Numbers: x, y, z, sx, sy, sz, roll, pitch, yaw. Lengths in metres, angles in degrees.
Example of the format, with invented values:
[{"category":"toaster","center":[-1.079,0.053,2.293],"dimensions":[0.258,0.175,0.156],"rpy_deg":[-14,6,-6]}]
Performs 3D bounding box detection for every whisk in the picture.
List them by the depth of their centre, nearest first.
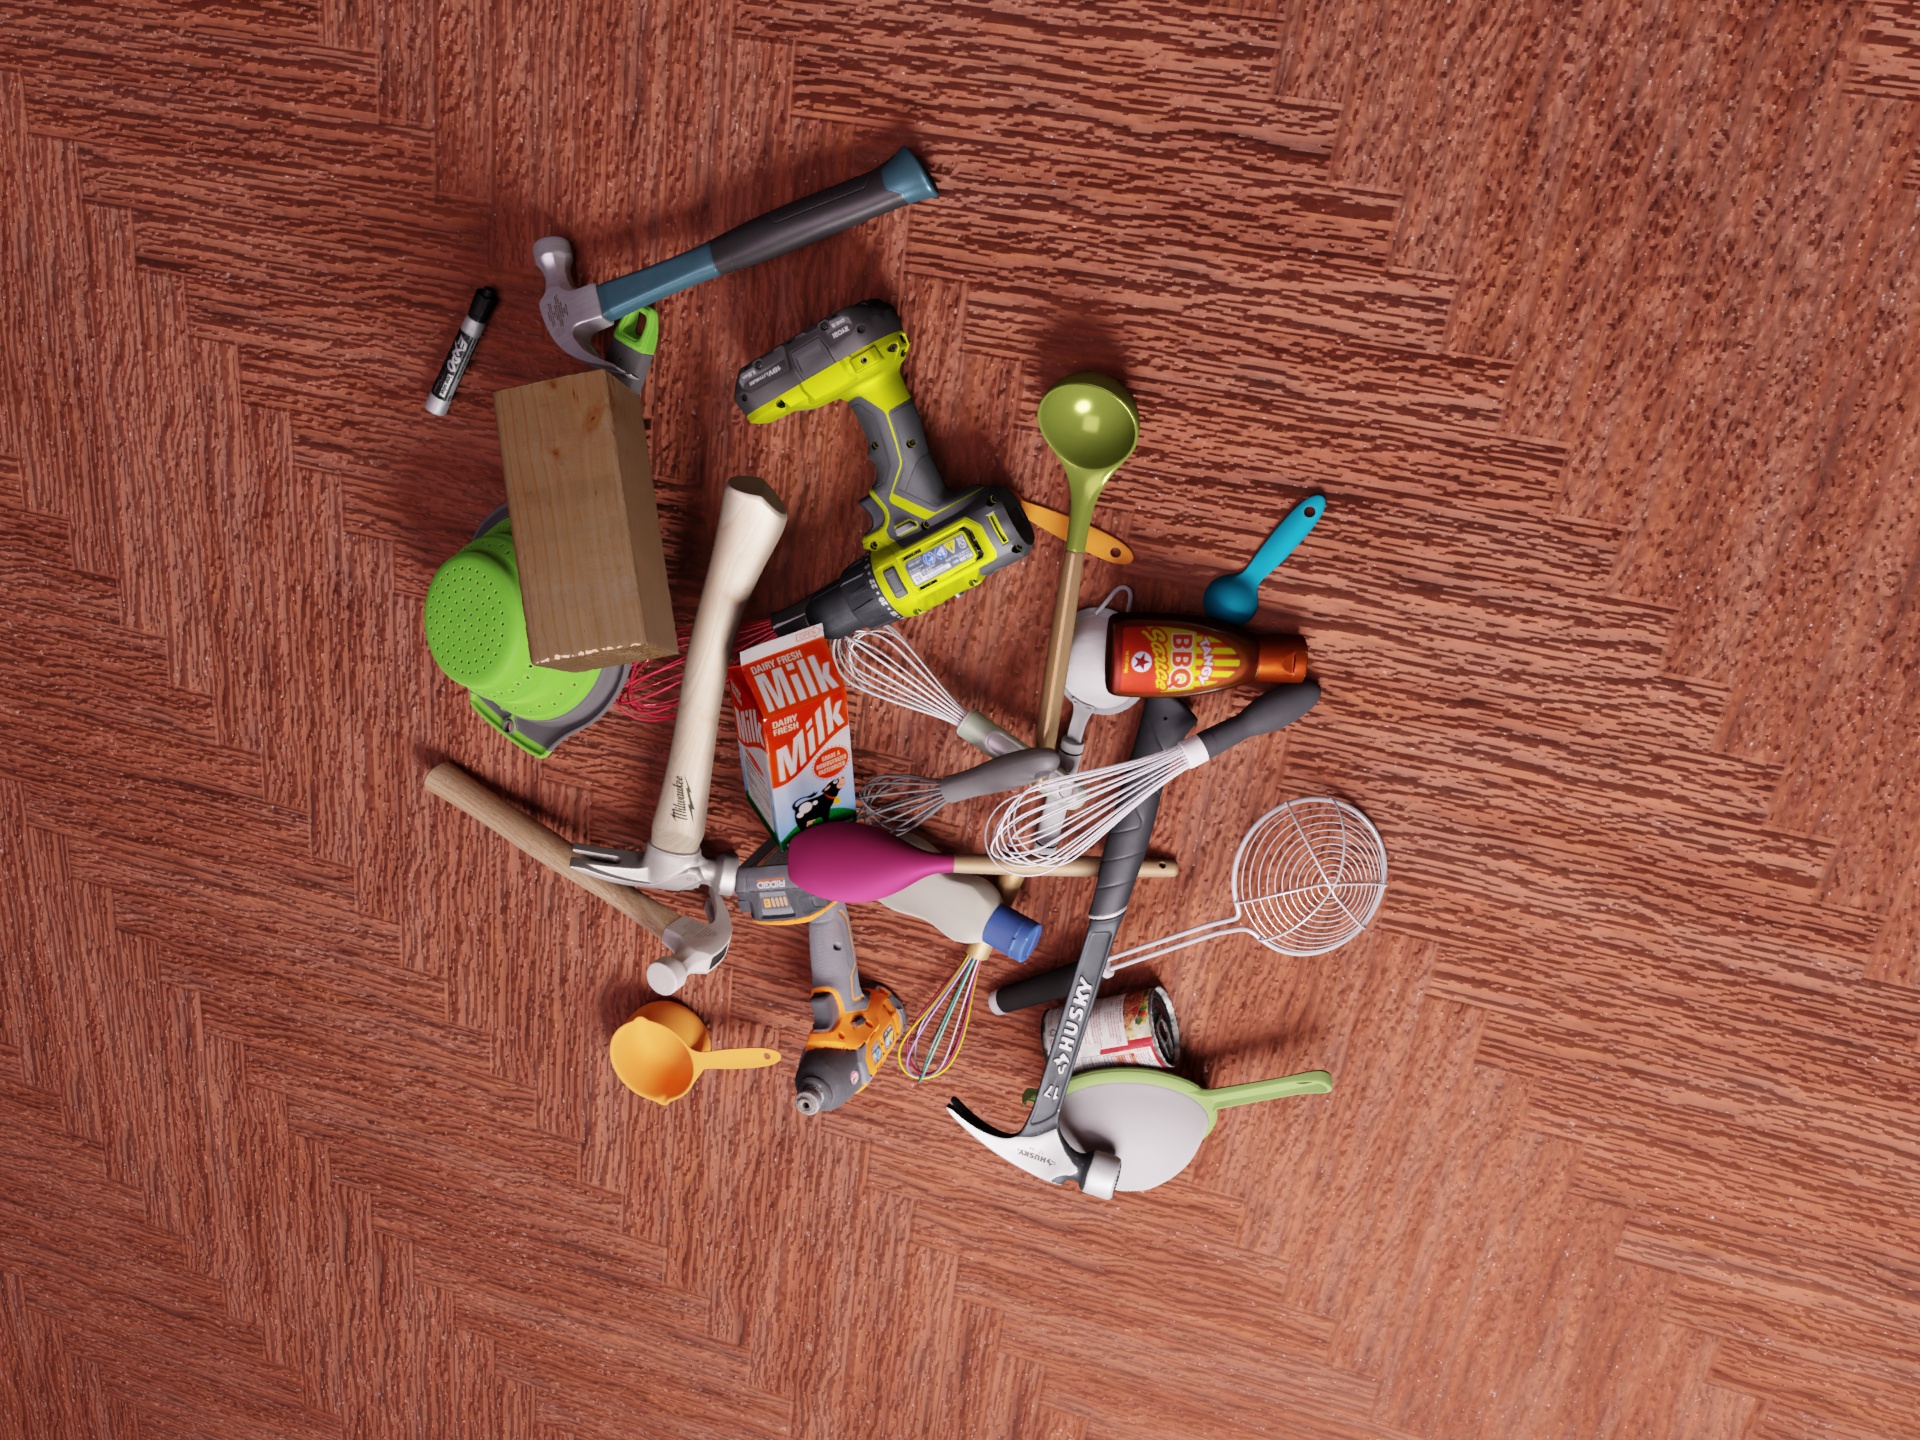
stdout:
[{"category":"whisk","center":[0.149,0.039,1.209],"dimensions":[0.284,0.070,0.070],"rpy_deg":[-26,103,-4]},{"category":"whisk","center":[-0.002,-0.004,1.278],"dimensions":[0.246,0.059,0.058],"rpy_deg":[35,90,9]},{"category":"whisk","center":[-0.009,0.053,1.279],"dimensions":[0.239,0.055,0.055],"rpy_deg":[-18,105,45]},{"category":"whisk","center":[-0.168,-0.071,1.317],"dimensions":[0.296,0.073,0.073],"rpy_deg":[-23,103,17]},{"category":"whisk","center":[0.003,0.220,1.384],"dimensions":[0.047,0.051,0.245],"rpy_deg":[28,113,11]}]

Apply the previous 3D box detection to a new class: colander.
[{"category":"colander","center":[-0.343,-0.155,1.292],"dimensions":[0.205,0.094,0.397],"rpy_deg":[33,111,25]}]

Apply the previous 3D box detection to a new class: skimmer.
[{"category":"skimmer","center":[0.177,0.170,1.318],"dimensions":[0.363,0.090,0.127],"rpy_deg":[-26,105,35]}]

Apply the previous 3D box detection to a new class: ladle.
[{"category":"ladle","center":[0.079,-0.101,1.198],"dimensions":[0.078,0.062,0.320],"rpy_deg":[12,104,18]}]

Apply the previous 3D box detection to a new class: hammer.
[{"category":"hammer","center":[-0.173,-0.357,1.203],"dimensions":[0.331,0.033,0.128],"rpy_deg":[-16,80,18]},{"category":"hammer","center":[0.107,0.170,1.270],"dimensions":[0.149,0.036,0.409],"rpy_deg":[17,96,9]},{"category":"hammer","center":[-0.221,-0.018,1.296],"dimensions":[0.146,0.038,0.410],"rpy_deg":[9,126,-13]},{"category":"hammer","center":[-0.346,0.127,1.429],"dimensions":[0.331,0.130,0.031],"rpy_deg":[30,118,16]}]

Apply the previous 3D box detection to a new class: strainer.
[{"category":"strainer","center":[0.092,0.014,1.278],"dimensions":[0.087,0.050,0.258],"rpy_deg":[26,120,24]},{"category":"strainer","center":[0.187,0.343,1.322],"dimensions":[0.256,0.069,0.151],"rpy_deg":[-18,134,26]}]

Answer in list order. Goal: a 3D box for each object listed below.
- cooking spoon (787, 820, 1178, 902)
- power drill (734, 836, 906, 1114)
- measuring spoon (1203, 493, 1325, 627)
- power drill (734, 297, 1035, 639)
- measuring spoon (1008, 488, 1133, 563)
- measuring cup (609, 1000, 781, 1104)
[{"category":"cooking spoon","center":[0.020,0.116,1.292],"dimensions":[0.319,0.069,0.017],"rpy_deg":[2,156,-5]},{"category":"power drill","center":[-0.119,0.214,1.352],"dimensions":[0.084,0.164,0.226],"rpy_deg":[-7,106,21]},{"category":"measuring spoon","center":[0.228,-0.118,1.191],"dimensions":[0.042,0.021,0.128],"rpy_deg":[38,118,0]},{"category":"power drill","center":[-0.075,-0.185,1.219],"dimensions":[0.190,0.080,0.228],"rpy_deg":[-25,99,20]},{"category":"measuring spoon","center":[0.080,-0.148,1.232],"dimensions":[0.117,0.011,0.021],"rpy_deg":[26,116,6]},{"category":"measuring cup","center":[-0.240,0.304,1.488],"dimensions":[0.173,0.052,0.095],"rpy_deg":[-6,109,17]}]
